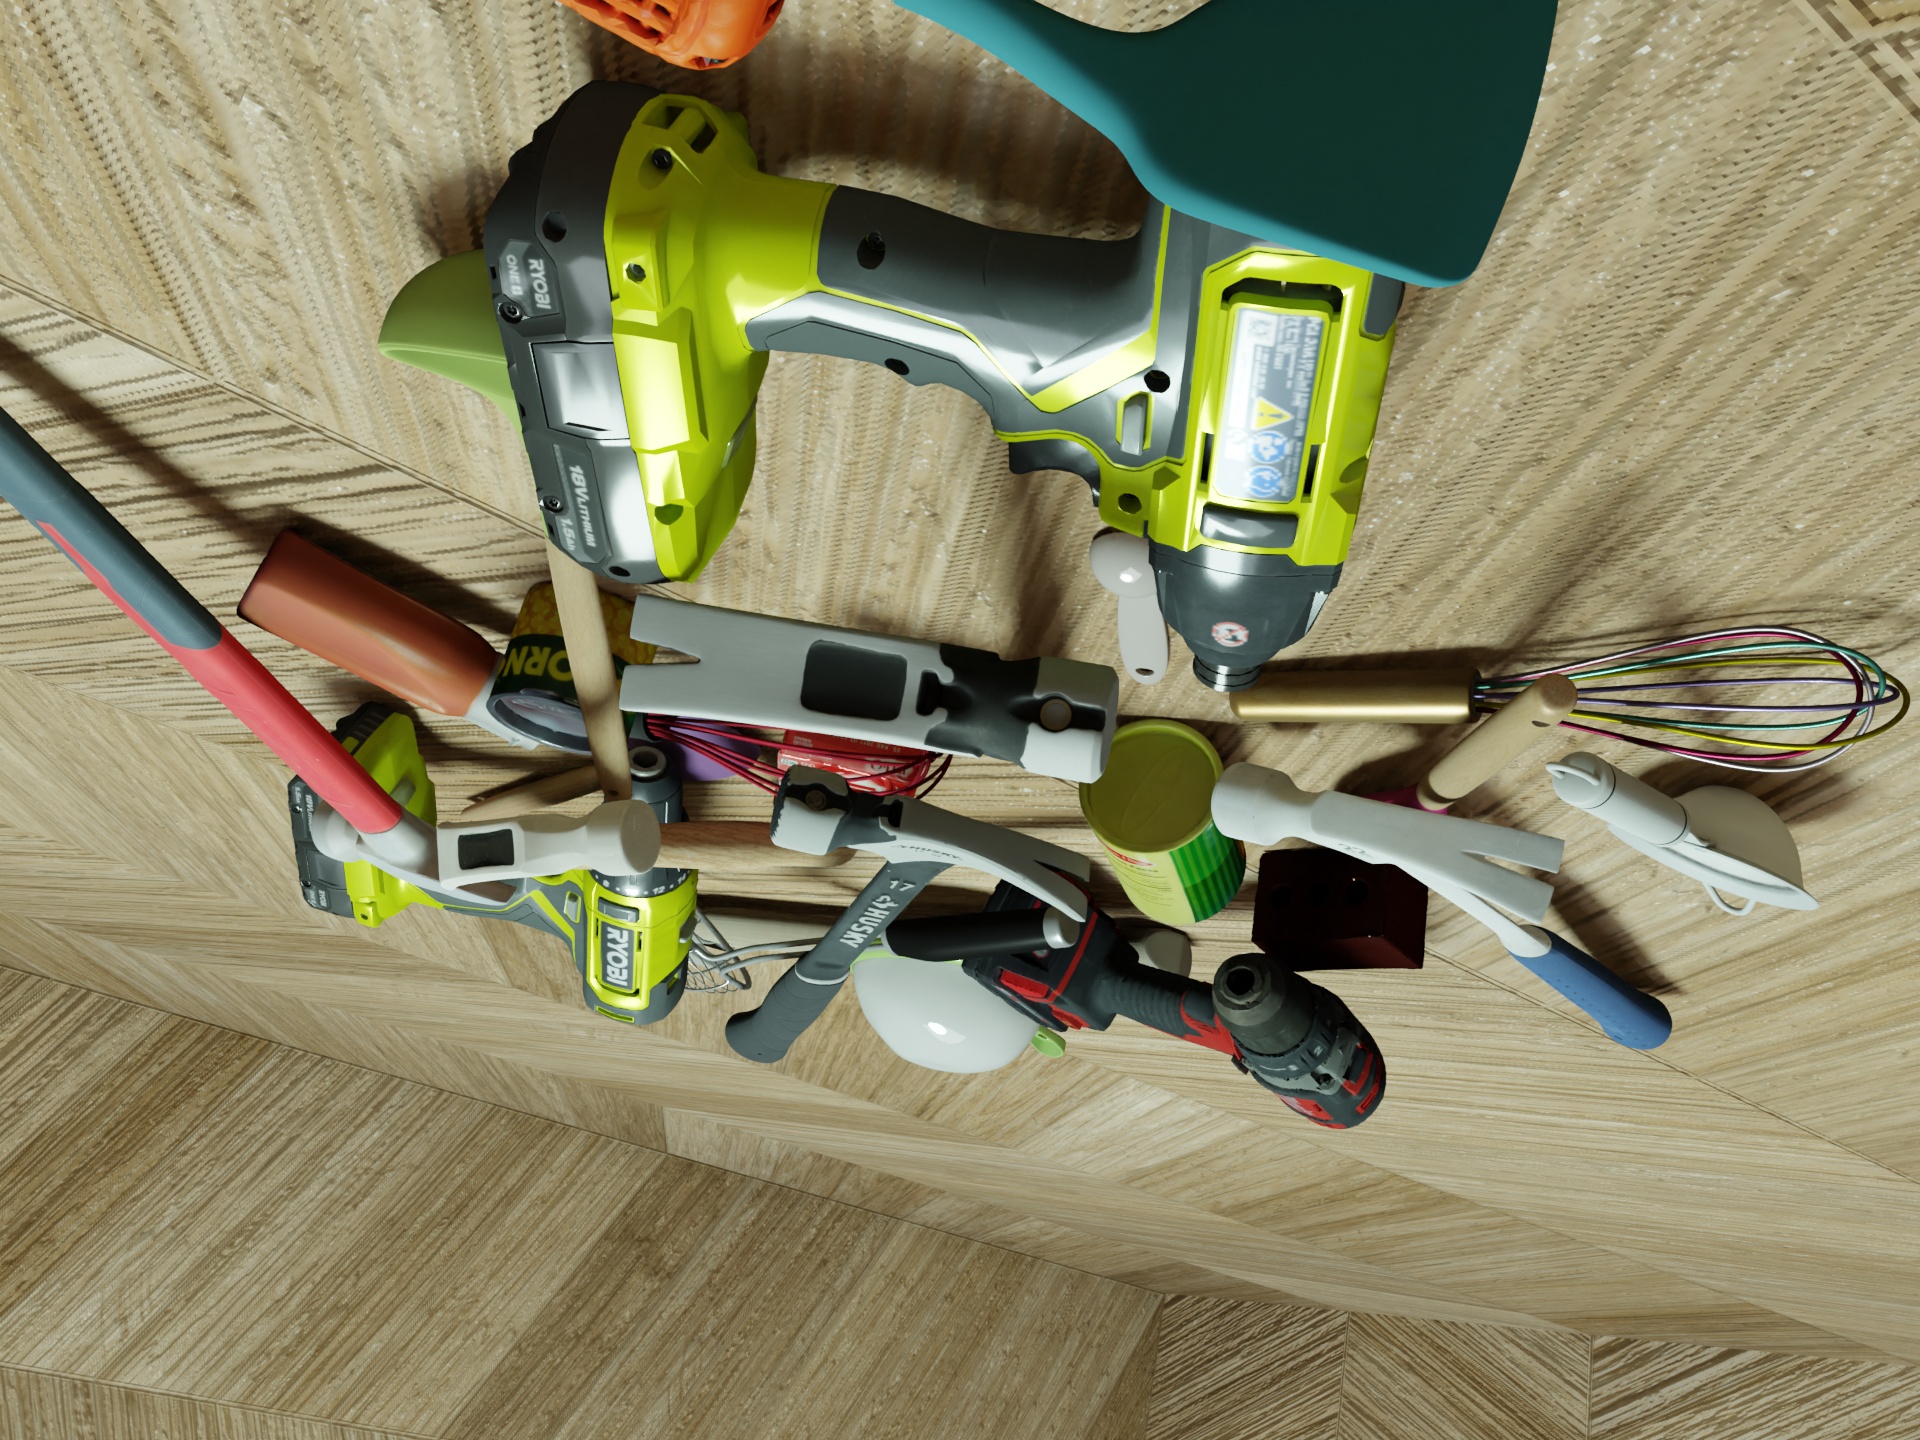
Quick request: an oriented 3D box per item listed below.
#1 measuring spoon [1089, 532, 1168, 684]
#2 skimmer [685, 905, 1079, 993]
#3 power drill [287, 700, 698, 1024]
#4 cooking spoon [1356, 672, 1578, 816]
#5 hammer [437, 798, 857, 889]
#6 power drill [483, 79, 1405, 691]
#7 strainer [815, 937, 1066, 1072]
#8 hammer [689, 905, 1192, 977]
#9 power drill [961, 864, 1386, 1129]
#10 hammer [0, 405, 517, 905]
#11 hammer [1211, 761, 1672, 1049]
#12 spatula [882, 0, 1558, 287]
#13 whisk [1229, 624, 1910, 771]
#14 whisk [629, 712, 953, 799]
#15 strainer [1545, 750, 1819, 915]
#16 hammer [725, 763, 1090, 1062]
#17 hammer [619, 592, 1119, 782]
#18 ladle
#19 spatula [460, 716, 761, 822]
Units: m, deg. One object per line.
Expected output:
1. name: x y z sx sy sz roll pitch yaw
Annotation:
1. measuring spoon: 0.071 -0.037 0.635 0.034 0.018 0.124 7 157 13
2. skimmer: -0.078 0.112 0.963 0.363 0.090 0.127 -10 133 36
3. power drill: -0.259 0.070 0.914 0.228 0.080 0.190 16 129 6
4. cooking spoon: 0.197 0.025 0.643 0.069 0.017 0.318 19 171 9
5. hammer: -0.136 0.063 0.799 0.130 0.031 0.331 -6 174 20
6. power drill: -0.001 -0.087 0.434 0.223 0.080 0.171 9 134 9
7. strainer: 0.013 0.218 1.100 0.151 0.069 0.256 -1 155 28
8. hammer: -0.037 0.157 1.115 0.411 0.038 0.146 0 156 25
9. power drill: 0.114 0.148 0.883 0.227 0.080 0.187 17 163 36
10. hammer: -0.333 -0.041 0.695 0.143 0.038 0.385 10 147 31
11. hammer: 0.282 0.109 0.788 0.144 0.035 0.405 13 169 43
12. spatula: -0.033 -0.176 0.331 0.317 0.082 0.044 21 167 -6
13. whisk: 0.216 -0.008 0.600 0.245 0.047 0.051 0 156 33
14. whisk: -0.134 0.001 0.779 0.296 0.073 0.073 5 156 28
15. strainer: 0.279 0.039 0.622 0.087 0.050 0.258 22 -177 40
16. hammer: -0.064 0.126 0.850 0.149 0.036 0.408 14 153 -13
17. hammer: -0.001 -0.002 0.584 0.146 0.035 0.334 9 179 12
18. ladle: -0.150 -0.046 0.604 0.078 0.062 0.320 9 145 2
19. spatula: -0.222 0.037 0.951 0.059 0.018 0.316 34 148 -33
